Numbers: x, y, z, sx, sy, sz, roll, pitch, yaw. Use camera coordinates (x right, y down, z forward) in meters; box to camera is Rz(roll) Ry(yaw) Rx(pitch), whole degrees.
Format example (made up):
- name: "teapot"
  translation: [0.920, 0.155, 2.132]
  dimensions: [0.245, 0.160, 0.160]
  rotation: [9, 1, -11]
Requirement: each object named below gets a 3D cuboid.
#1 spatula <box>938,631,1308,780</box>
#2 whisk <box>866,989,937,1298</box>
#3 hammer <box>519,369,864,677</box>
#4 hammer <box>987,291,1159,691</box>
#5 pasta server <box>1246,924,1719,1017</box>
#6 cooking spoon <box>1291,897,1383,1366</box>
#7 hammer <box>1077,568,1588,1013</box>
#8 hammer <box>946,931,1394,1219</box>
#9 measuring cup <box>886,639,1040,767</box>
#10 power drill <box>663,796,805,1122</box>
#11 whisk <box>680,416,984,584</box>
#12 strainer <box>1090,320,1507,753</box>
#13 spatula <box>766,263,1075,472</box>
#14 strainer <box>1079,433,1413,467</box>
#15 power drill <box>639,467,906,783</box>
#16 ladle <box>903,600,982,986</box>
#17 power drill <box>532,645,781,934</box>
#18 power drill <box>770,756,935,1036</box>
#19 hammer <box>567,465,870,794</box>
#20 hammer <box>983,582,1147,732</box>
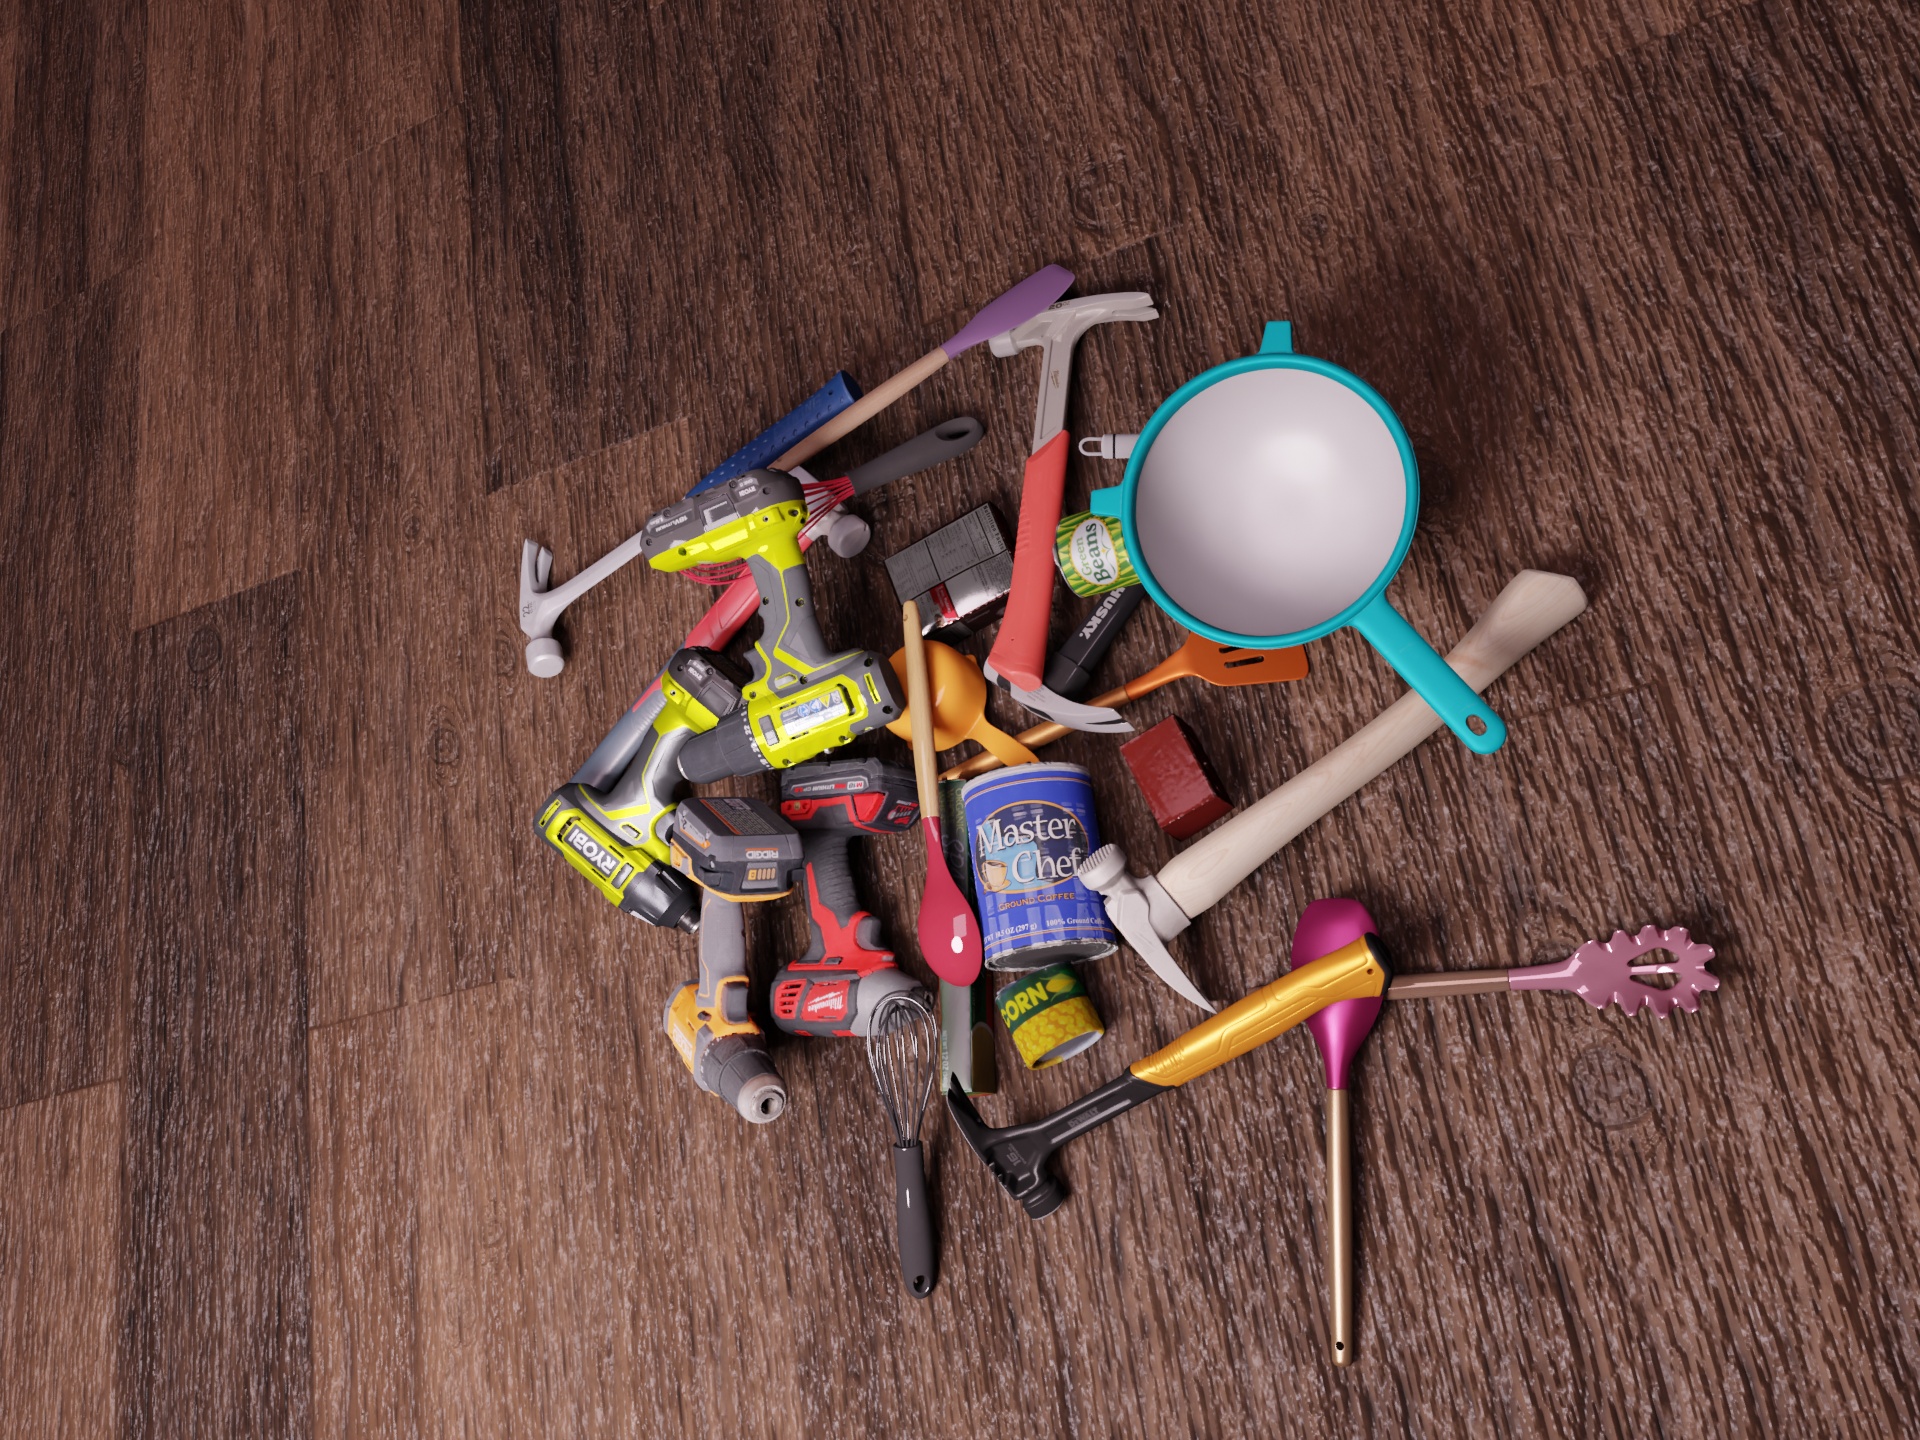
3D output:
- name: "spatula"
  translation: [0.118, -0.009, 1.278]
  dimensions: [0.322, 0.041, 0.081]
  rotation: [-26, 66, 21]
- name: "whisk"
  translation: [-0.037, 0.325, 1.218]
  dimensions: [0.055, 0.055, 0.239]
  rotation: [-3, 94, 24]
- name: "hammer"
  translation: [-0.257, -0.197, 1.461]
  dimensions: [0.405, 0.035, 0.144]
  rotation: [-31, 56, 21]
- name: "hammer"
  translation: [0.078, -0.193, 1.307]
  dimensions: [0.149, 0.036, 0.359]
  rotation: [-4, 64, 24]
- name: "pasta server"
  translation: [0.353, 0.182, 1.106]
  dimensions: [0.316, 0.040, 0.060]
  rotation: [-8, 81, 24]
- name: "cooking spoon"
  translation: [0.265, 0.285, 1.116]
  dimensions: [0.069, 0.017, 0.319]
  rotation: [-4, 79, 28]
- name: "hammer"
  translation: [0.289, 0.040, 1.159]
  dimensions: [0.410, 0.038, 0.146]
  rotation: [-39, 97, 4]
- name: "hammer"
  translation: [0.152, 0.238, 1.137]
  dimensions: [0.337, 0.034, 0.127]
  rotation: [-33, 103, 18]
- name: "measuring cup"
  translation: [-0.002, -0.004, 1.297]
  dimensions: [0.174, 0.052, 0.095]
  rotation: [36, 92, 40]
- name: "power drill"
  translation: [-0.177, 0.191, 1.256]
  dimensions: [0.185, 0.084, 0.226]
  rotation: [29, 115, 59]
- name: "whisk"
  translation: [-0.113, -0.197, 1.377]
  dimensions: [0.296, 0.073, 0.073]
  rotation: [-25, 65, -7]
- name: "strainer"
  translation: [0.270, -0.106, 1.147]
  dimensions: [0.211, 0.095, 0.340]
  rotation: [-43, 75, 13]
- name: "spatula"
  translation: [-0.033, -0.300, 1.366]
  dimensions: [0.316, 0.018, 0.060]
  rotation: [-35, 42, -6]
- name: "strainer"
  translation: [0.221, -0.212, 1.228]
  dimensions: [0.258, 0.050, 0.087]
  rotation: [0, 90, 7]
- name: "power drill"
  translation: [-0.170, -0.071, 1.290]
  dimensions: [0.190, 0.080, 0.228]
  rotation: [-21, 90, 11]
- name: "ladle"
  translation: [-0.024, 0.052, 1.252]
  dimensions: [0.069, 0.031, 0.316]
  rotation: [-27, 63, 47]
- name: "power drill"
  translation: [-0.242, 0.062, 1.382]
  dimensions: [0.171, 0.080, 0.223]
  rotation: [39, 98, 6]
- name: "power drill"
  translation: [-0.083, 0.146, 1.292]
  dimensions: [0.143, 0.078, 0.220]
  rotation: [-6, 77, 32]
- name: "hammer"
  translation: [-0.251, -0.069, 1.454]
  dimensions: [0.386, 0.038, 0.143]
  rotation: [-49, 61, 5]
- name: "hammer"
  translation: [0.163, -0.137, 1.268]
  dimensions: [0.335, 0.035, 0.146]
  rotation: [-53, 45, -2]
